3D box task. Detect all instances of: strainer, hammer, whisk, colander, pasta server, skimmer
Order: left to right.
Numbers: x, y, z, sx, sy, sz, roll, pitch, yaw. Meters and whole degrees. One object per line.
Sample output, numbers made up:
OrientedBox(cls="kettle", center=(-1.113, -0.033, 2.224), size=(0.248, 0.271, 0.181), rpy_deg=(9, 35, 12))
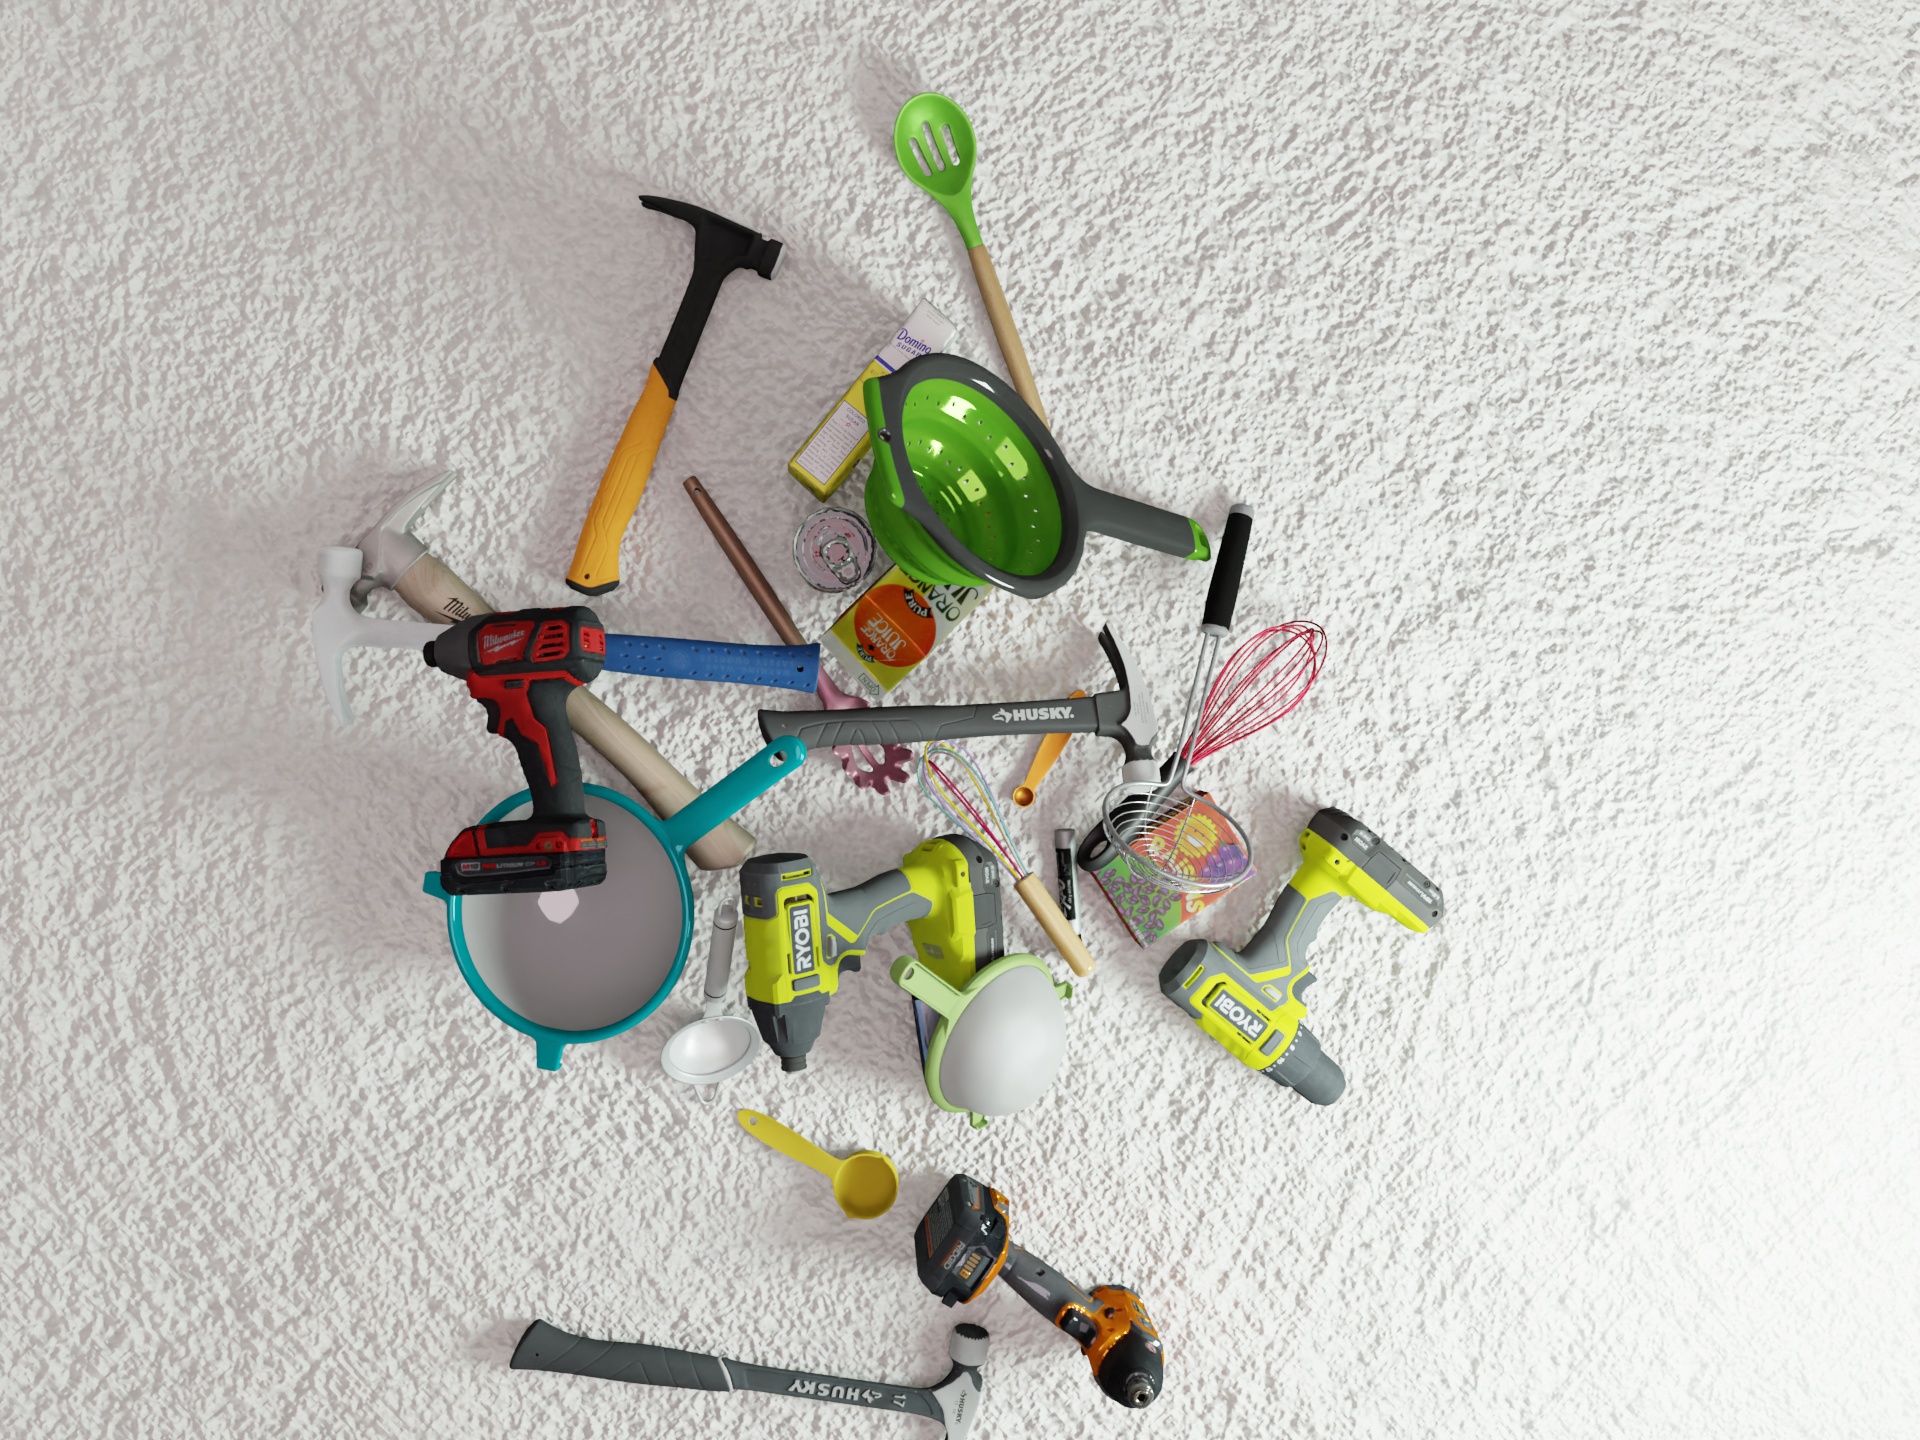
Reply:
OrientedBox(cls="hammer", center=(-0.329, -0.028, 1.339), size=(0.410, 0.038, 0.146), rpy_deg=(42, 87, -7))
OrientedBox(cls="hammer", center=(-0.319, -0.053, 1.301), size=(0.405, 0.035, 0.144), rpy_deg=(5, 93, -7))
OrientedBox(cls="hammer", center=(-0.264, -0.266, 1.332), size=(0.127, 0.034, 0.337), rpy_deg=(21, 91, -7))
OrientedBox(cls="strainer", center=(-0.256, 0.117, 1.307), size=(0.340, 0.095, 0.211), rpy_deg=(-36, 84, 7))
OrientedBox(cls="strainer", center=(-0.202, 0.227, 1.314), size=(0.087, 0.050, 0.258), rpy_deg=(-4, 136, -20))
OrientedBox(cls="hammer", center=(-0.186, 0.578, 1.389), size=(0.409, 0.036, 0.149), rpy_deg=(10, 93, -6))
OrientedBox(cls="pasta server", center=(-0.143, -0.073, 1.354), size=(0.060, 0.040, 0.316), rpy_deg=(-34, 95, -14))
OrientedBox(cls="hammer", center=(-0.002, -0.004, 1.338), size=(0.334, 0.035, 0.146), rpy_deg=(-3, 70, -9))
OrientedBox(cls="strainer", center=(0.023, 0.252, 1.293), size=(0.069, 0.256, 0.151), rpy_deg=(29, 79, 36))
OrientedBox(cls="whisk", center=(0.039, 0.121, 1.372), size=(0.051, 0.047, 0.245), rpy_deg=(-34, 93, 4))
OrientedBox(cls="colander", center=(0.052, -0.162, 1.280), size=(0.396, 0.094, 0.205), rpy_deg=(9, 61, -44))
OrientedBox(cls="whisk", center=(0.207, 0.021, 1.372), size=(0.073, 0.073, 0.296), rpy_deg=(45, 87, -6))
OrientedBox(cls="skimmer", center=(0.206, -0.029, 1.307), size=(0.127, 0.090, 0.363), rpy_deg=(18, 71, -4))

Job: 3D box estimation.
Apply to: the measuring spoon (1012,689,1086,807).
OrientedBox(cls="measuring spoon", center=(0.079, 0.024, 1.397), size=(0.021, 0.011, 0.117), rpy_deg=(30, 86, -6))

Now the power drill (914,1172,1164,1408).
OrientedBox(cls="power drill", center=(0.074, 0.491, 1.345), size=(0.226, 0.164, 0.084), rpy_deg=(35, 90, -5))

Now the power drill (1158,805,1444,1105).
OrientedBox(cls="power drill", center=(0.313, 0.210, 1.397), size=(0.190, 0.080, 0.228), rpy_deg=(40, 92, -6))

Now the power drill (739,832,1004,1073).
OrientedBox(cls="power drill", center=(-0.074, 0.183, 1.300), size=(0.223, 0.080, 0.171), rpy_deg=(-8, 97, -39))

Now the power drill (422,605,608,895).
OrientedBox(cls="power drill", center=(-0.347, 0.023, 1.238), size=(0.143, 0.078, 0.220), rpy_deg=(-3, 87, 10))

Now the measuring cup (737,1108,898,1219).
OrientedBox(cls="measuring cup", center=(-0.125, 0.380, 1.393), size=(0.156, 0.029, 0.062), rpy_deg=(29, 90, 5))

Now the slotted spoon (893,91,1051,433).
OrientedBox(cls="slotted spoon", center=(0.020, -0.378, 1.358), size=(0.070, 0.031, 0.313), rpy_deg=(-21, 97, -4))
